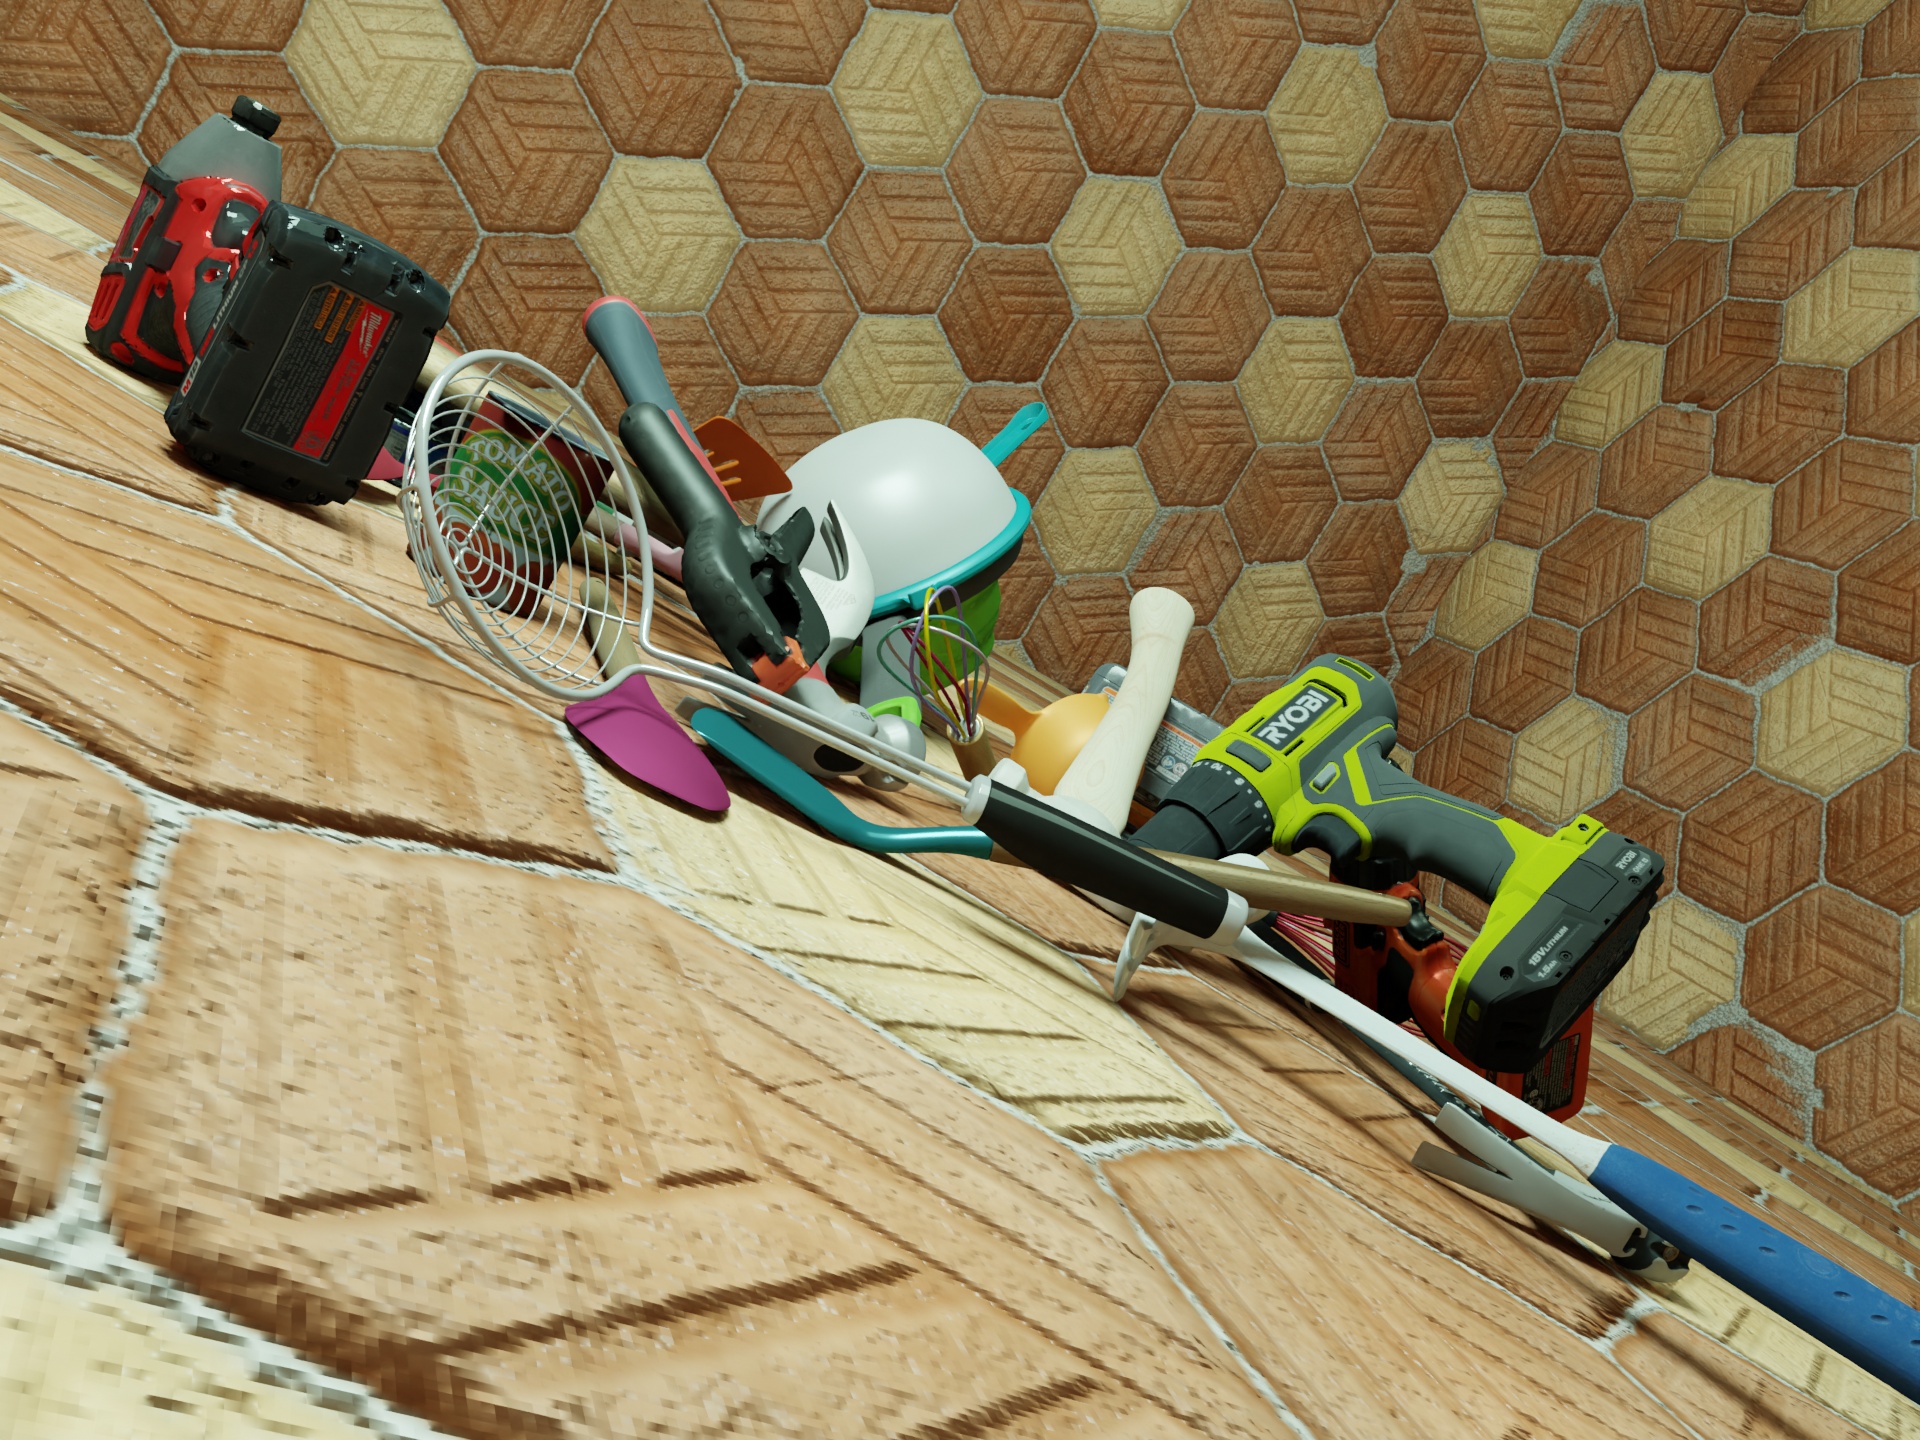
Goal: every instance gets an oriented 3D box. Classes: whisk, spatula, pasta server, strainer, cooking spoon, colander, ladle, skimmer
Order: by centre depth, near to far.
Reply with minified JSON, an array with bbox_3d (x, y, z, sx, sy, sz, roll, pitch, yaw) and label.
[{"bbox_3d":[-0.035,-0.013,0.596,0.363,0.090,0.127,26,41,-11],"label":"skimmer"},{"bbox_3d":[0.041,0.046,0.677,0.317,0.044,0.082,10,5,-4],"label":"spatula"},{"bbox_3d":[-0.148,-0.023,0.698,0.068,0.017,0.319,28,7,-24],"label":"cooking spoon"},{"bbox_3d":[-0.002,-0.001,0.873,0.047,0.051,0.244,59,-5,25],"label":"whisk"},{"bbox_3d":[-0.275,-0.122,0.904,0.069,0.031,0.315,32,4,22],"label":"ladle"},{"bbox_3d":[-0.238,-0.139,1.027,0.316,0.040,0.060,28,-15,10],"label":"pasta server"},{"bbox_3d":[0.231,0.140,1.080,0.296,0.073,0.073,24,5,4],"label":"whisk"},{"bbox_3d":[-0.036,-0.043,1.101,0.397,0.204,0.094,-95,166,-64],"label":"colander"},{"bbox_3d":[-0.255,-0.189,1.143,0.323,0.041,0.080,14,-20,41],"label":"spatula"},{"bbox_3d":[-0.032,-0.188,1.163,0.211,0.340,0.095,-1,-57,37],"label":"strainer"}]

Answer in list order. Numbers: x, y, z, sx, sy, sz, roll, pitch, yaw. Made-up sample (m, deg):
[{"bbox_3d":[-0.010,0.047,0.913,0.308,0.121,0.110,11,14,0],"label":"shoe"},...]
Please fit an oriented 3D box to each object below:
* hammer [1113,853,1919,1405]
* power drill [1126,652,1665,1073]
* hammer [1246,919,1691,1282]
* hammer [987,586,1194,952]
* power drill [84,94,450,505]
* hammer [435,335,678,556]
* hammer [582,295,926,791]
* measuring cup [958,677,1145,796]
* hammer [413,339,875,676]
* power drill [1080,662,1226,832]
[{"bbox_3d":[0.239,0.170,0.625,0.406,0.035,0.144,30,22,29],"label":"hammer"},{"bbox_3d":[0.213,0.073,0.813,0.229,0.190,0.080,34,-33,33],"label":"power drill"},{"bbox_3d":[0.200,0.156,0.860,0.149,0.036,0.409,27,6,-26],"label":"hammer"},{"bbox_3d":[0.120,0.003,1.032,0.146,0.038,0.411,34,28,0],"label":"hammer"},{"bbox_3d":[-0.322,-0.198,0.720,0.078,0.143,0.220,21,13,-48],"label":"power drill"},{"bbox_3d":[-0.326,-0.220,1.020,0.358,0.037,0.149,35,-18,-26],"label":"hammer"},{"bbox_3d":[-0.148,-0.120,0.855,0.143,0.038,0.387,22,29,-48],"label":"hammer"},{"bbox_3d":[0.059,0.018,1.050,0.173,0.095,0.052,31,12,-50],"label":"measuring cup"},{"bbox_3d":[-0.198,-0.140,0.946,0.331,0.130,0.031,32,-37,-1],"label":"hammer"},{"bbox_3d":[0.124,0.029,1.245,0.185,0.084,0.226,32,-10,14],"label":"power drill"}]
